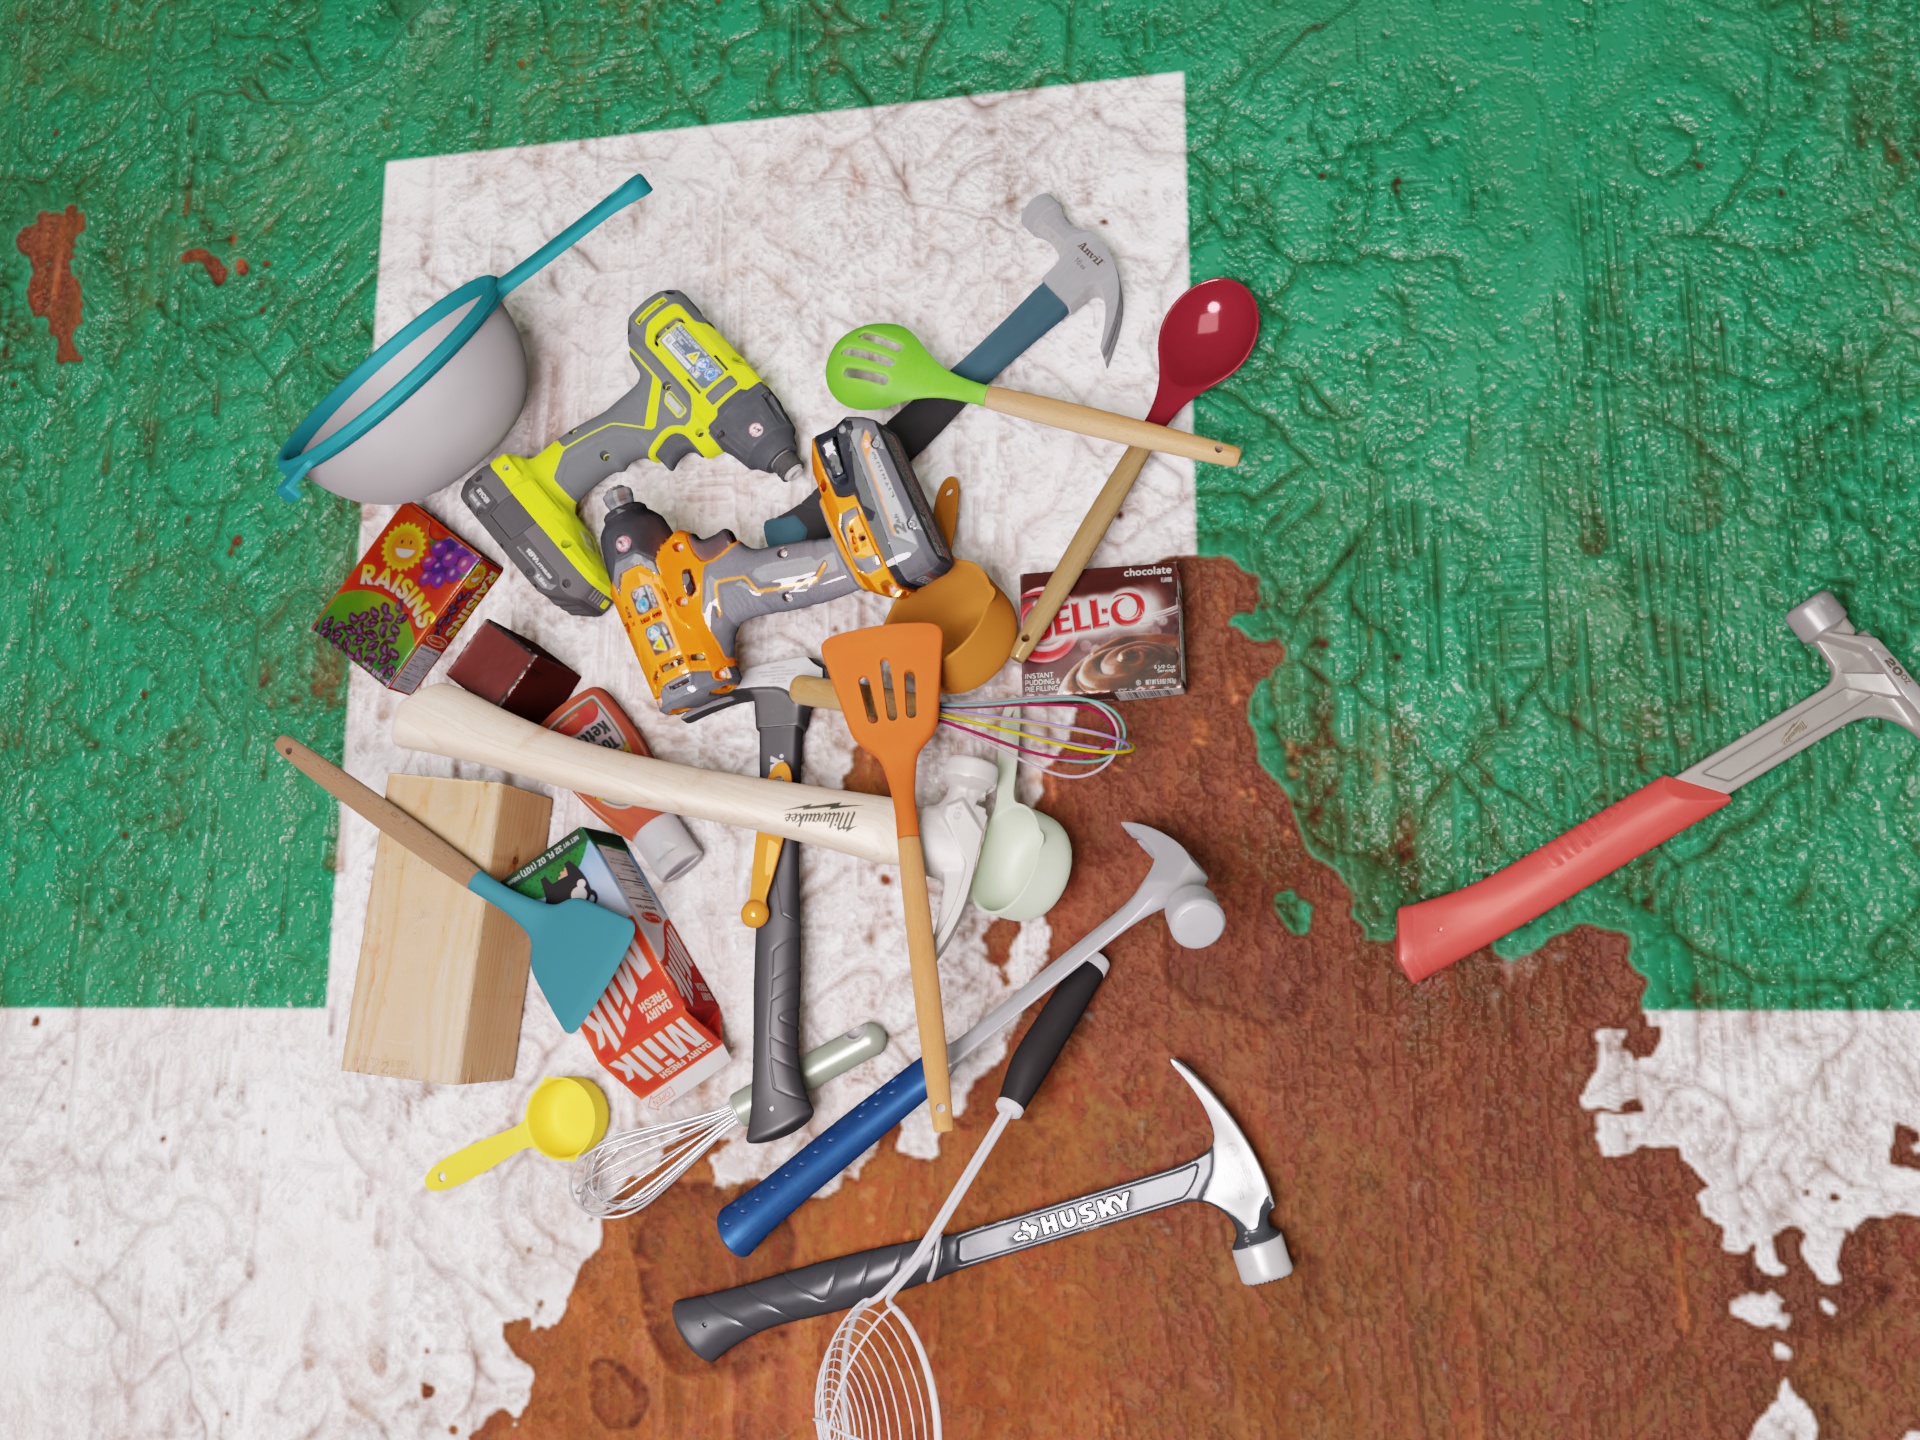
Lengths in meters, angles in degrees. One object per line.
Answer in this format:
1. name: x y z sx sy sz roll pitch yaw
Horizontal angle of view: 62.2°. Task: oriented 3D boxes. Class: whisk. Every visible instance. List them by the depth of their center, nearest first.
1. whisk: -0.002 -0.004 1.070 0.245 0.051 0.047 10 42 17
2. whisk: -0.159 0.273 1.094 0.246 0.058 0.059 -29 110 2

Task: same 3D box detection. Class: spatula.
1. spatula: -0.031 0.097 1.015 0.081 0.041 0.323 -8 75 -1
2. spatula: -0.350 0.092 1.069 0.317 0.044 0.082 31 90 15

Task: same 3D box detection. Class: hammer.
1. hammer: 0.440 0.071 1.008 0.359 0.036 0.149 -32 75 4
2. hammer: -0.003 0.215 1.046 0.405 0.144 0.035 -41 109 11
3. hammer: 0.000 0.344 1.050 0.409 0.036 0.149 -19 76 8
4. hammer: -0.189 0.055 1.073 0.410 0.038 0.146 13 73 6
5. hammer: -0.131 0.119 1.099 0.146 0.035 0.335 -4 72 11
6. hammer: -0.016 -0.231 1.159 0.331 0.033 0.128 -42 74 2

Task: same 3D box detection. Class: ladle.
1. ladle: 0.117 -0.173 1.102 0.069 0.031 0.315 26 77 21

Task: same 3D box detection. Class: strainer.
1. strainer: -0.344 -0.265 1.177 0.340 0.211 0.095 -36 120 5

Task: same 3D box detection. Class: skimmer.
1. skimmer: 0.020 0.311 0.996 0.090 0.127 0.363 43 61 -14

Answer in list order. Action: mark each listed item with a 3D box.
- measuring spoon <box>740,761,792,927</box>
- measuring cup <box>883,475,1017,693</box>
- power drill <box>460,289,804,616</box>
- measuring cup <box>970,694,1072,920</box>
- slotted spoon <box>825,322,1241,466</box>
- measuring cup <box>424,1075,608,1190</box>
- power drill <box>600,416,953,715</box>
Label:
1. measuring spoon: -0.133 0.083 1.085 0.021 0.011 0.117 5 74 13
2. measuring cup: -0.001 -0.096 1.126 0.095 0.052 0.174 -18 49 28
3. power drill: -0.238 -0.188 1.176 0.223 0.080 0.171 -41 79 -1
4. measuring cup: 0.044 0.059 1.085 0.083 0.038 0.168 -34 42 44
5. slotted spoon: 0.044 -0.222 1.109 0.314 0.031 0.070 18 80 16
6. measuring cup: -0.316 0.300 1.133 0.156 0.029 0.062 -28 75 18
7. power drill: -0.137 -0.121 1.092 0.226 0.084 0.164 -25 86 11
